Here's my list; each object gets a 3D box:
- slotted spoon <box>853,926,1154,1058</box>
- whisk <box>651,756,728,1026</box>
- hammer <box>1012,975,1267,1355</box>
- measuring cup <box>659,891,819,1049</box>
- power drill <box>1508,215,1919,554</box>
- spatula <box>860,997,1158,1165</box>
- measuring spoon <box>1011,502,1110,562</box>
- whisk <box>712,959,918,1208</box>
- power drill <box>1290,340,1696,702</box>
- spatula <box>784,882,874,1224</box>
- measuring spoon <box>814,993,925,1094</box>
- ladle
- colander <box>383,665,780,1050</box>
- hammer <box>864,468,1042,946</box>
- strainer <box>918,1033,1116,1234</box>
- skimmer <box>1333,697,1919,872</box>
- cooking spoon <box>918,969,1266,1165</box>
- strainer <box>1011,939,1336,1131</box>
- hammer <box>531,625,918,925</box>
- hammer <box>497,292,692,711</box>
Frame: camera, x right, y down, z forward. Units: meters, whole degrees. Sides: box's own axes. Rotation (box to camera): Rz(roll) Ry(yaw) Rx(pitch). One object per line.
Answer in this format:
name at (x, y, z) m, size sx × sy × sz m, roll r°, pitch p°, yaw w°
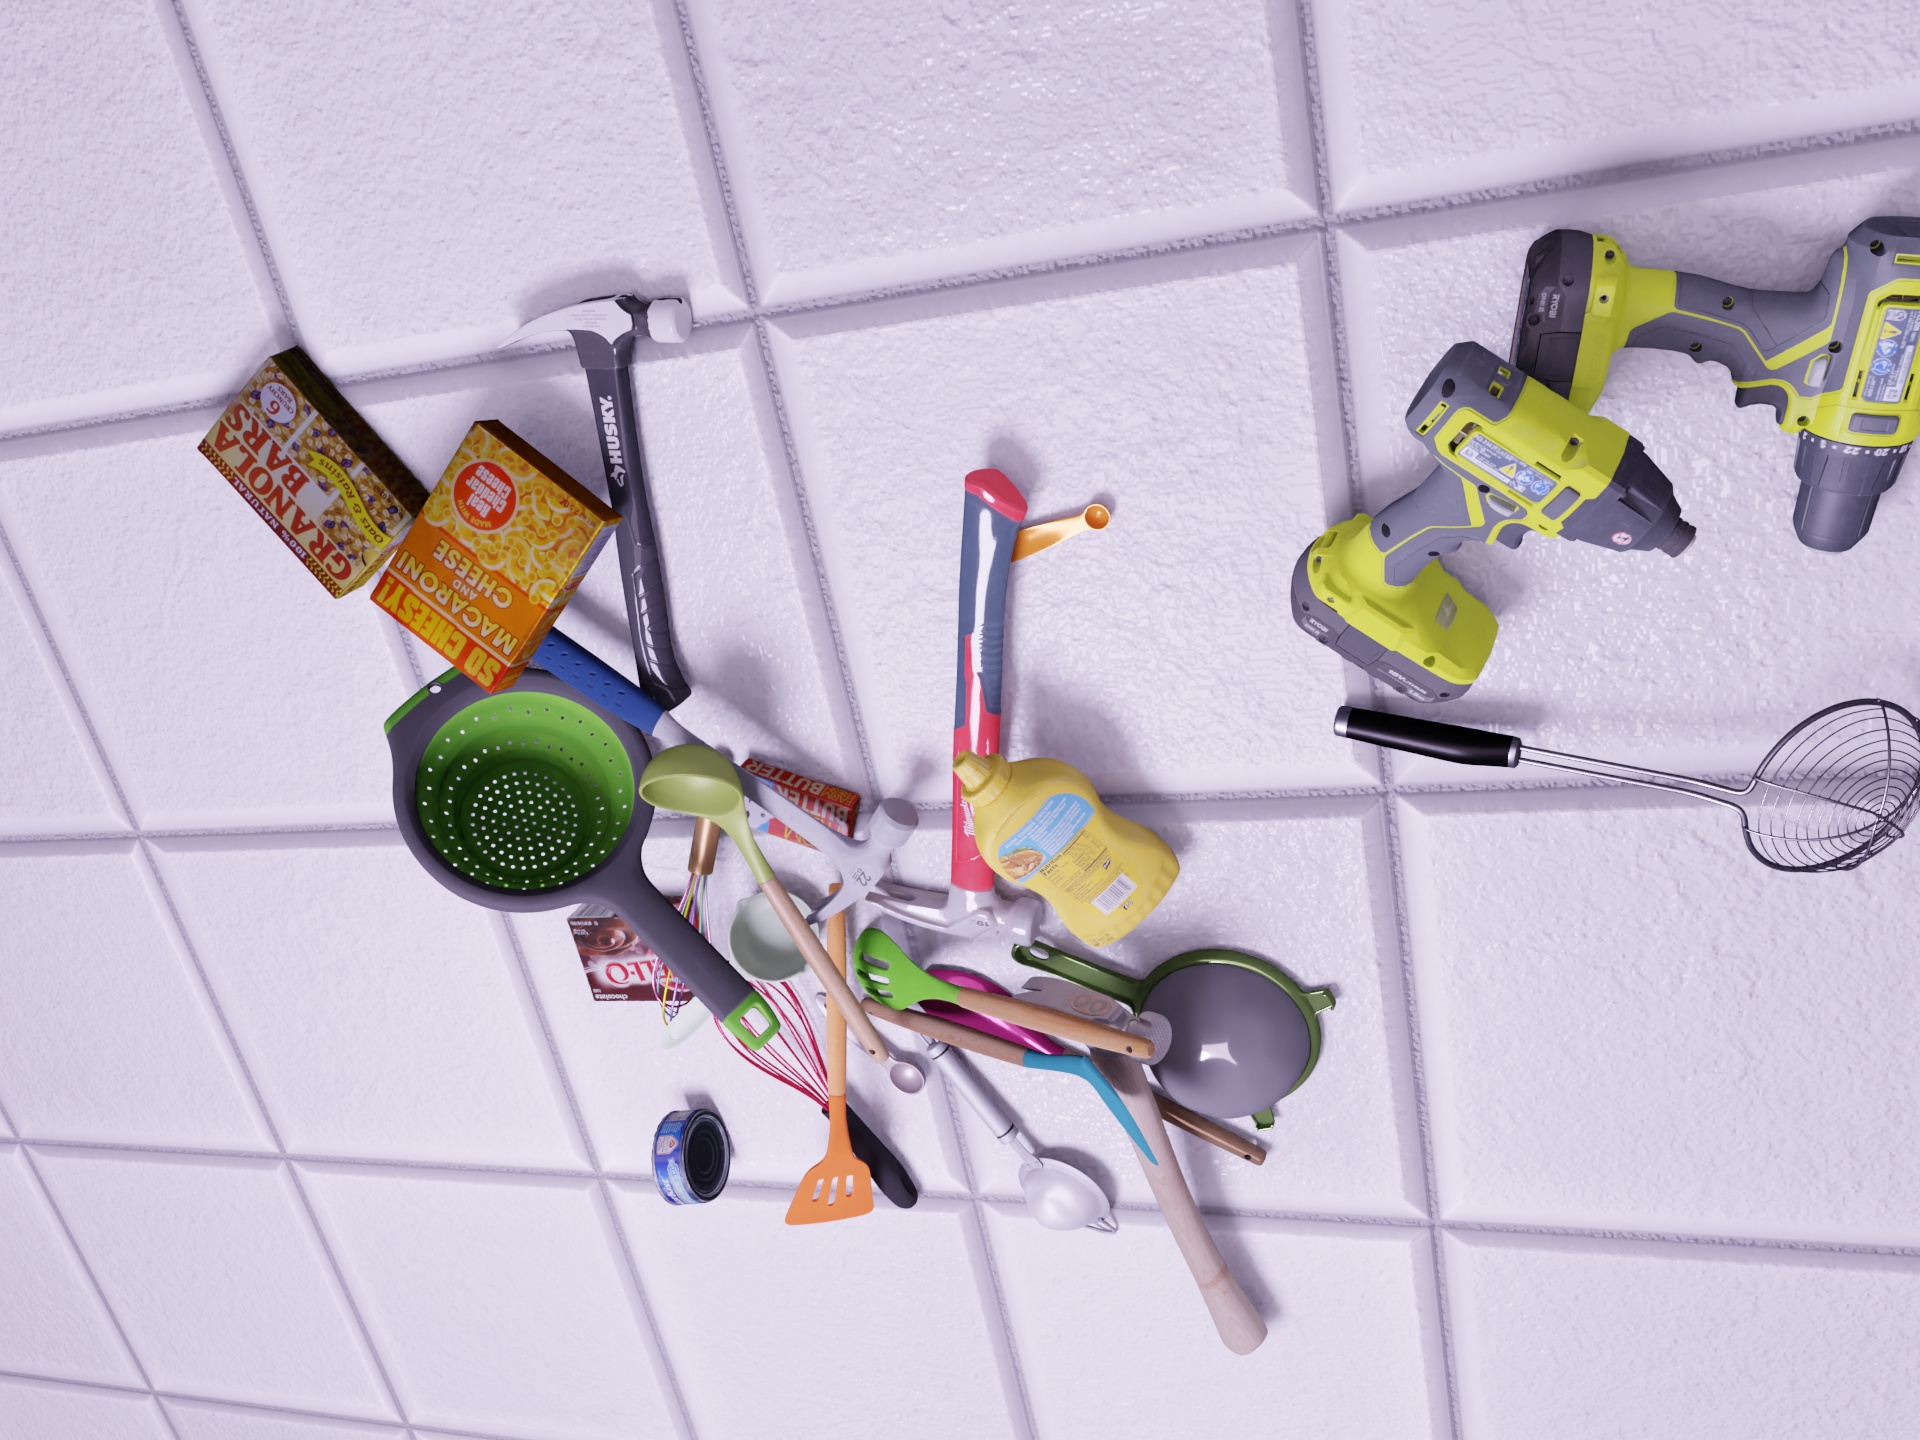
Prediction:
slotted spoon at (0.021, 0.219, 1.239) m, size 0.314 × 0.031 × 0.070 m, roll 8°, pitch 112°, yaw 42°
whisk at (-0.221, 0.145, 1.334) m, size 0.051 × 0.047 × 0.245 m, roll 29°, pitch 112°, yaw 49°
hammer at (0.163, 0.376, 1.305) m, size 0.146 × 0.038 × 0.410 m, roll 10°, pitch 134°, yaw 47°
measuring cup at (-0.187, 0.212, 1.332) m, size 0.167 × 0.038 × 0.083 m, roll -45°, pitch 87°, yaw -3°
power drill at (0.441, -0.196, 0.928) m, size 0.228 × 0.080 × 0.190 m, roll 7°, pitch 122°, yaw 14°
spatula at (0.028, 0.269, 1.261) m, size 0.318 × 0.044 × 0.082 m, roll 9°, pitch 138°, yaw 42°
measuring spoon at (0.056, -0.131, 1.136) m, size 0.117 × 0.011 × 0.021 m, roll -17°, pitch 109°, yaw 30°
whisk at (-0.125, 0.325, 1.402) m, size 0.073 × 0.073 × 0.295 m, roll -25°, pitch 110°, yaw 28°
power drill at (0.312, -0.107, 0.961) m, size 0.171 × 0.080 × 0.223 m, roll 33°, pitch 149°, yaw 1°
spatula at (-0.108, 0.291, 1.355) m, size 0.081 × 0.041 × 0.322 m, roll -3°, pitch 103°, yaw -18°
measuring spoon at (-0.078, 0.278, 1.389) m, size 0.124 × 0.018 × 0.034 m, roll 41°, pitch 123°, yaw 4°
ladle at (-0.144, 0.152, 1.241) m, size 0.078 × 0.062 × 0.320 m, roll -17°, pitch 112°, yaw 34°
colander at (-0.299, 0.125, 1.299) m, size 0.397 × 0.204 × 0.094 m, roll 45°, pitch 153°, yaw 5°
hammer at (-0.002, -0.004, 1.198) m, size 0.143 × 0.038 × 0.386 m, roll 11°, pitch 120°, yaw 16°
strainer at (0.044, 0.364, 1.373) m, size 0.258 × 0.050 × 0.087 m, roll 51°, pitch 135°, yaw -6°
skimmer at (0.439, 0.021, 1.064) m, size 0.363 × 0.090 × 0.127 m, roll 12°, pitch 123°, yaw 25°
cooking spoon at (0.107, 0.292, 1.324) m, size 0.319 × 0.017 × 0.068 m, roll 26°, pitch 122°, yaw 6°
strainer at (0.154, 0.239, 1.251) m, size 0.256 × 0.069 × 0.151 m, roll 22°, pitch 121°, yaw 6°
hammer at (-0.231, 0.013, 1.254) m, size 0.405 × 0.035 × 0.144 m, roll 35°, pitch 124°, yaw 1°
hammer at (-0.257, -0.156, 1.219) m, size 0.146 × 0.035 × 0.334 m, roll 4°, pitch 117°, yaw 17°
